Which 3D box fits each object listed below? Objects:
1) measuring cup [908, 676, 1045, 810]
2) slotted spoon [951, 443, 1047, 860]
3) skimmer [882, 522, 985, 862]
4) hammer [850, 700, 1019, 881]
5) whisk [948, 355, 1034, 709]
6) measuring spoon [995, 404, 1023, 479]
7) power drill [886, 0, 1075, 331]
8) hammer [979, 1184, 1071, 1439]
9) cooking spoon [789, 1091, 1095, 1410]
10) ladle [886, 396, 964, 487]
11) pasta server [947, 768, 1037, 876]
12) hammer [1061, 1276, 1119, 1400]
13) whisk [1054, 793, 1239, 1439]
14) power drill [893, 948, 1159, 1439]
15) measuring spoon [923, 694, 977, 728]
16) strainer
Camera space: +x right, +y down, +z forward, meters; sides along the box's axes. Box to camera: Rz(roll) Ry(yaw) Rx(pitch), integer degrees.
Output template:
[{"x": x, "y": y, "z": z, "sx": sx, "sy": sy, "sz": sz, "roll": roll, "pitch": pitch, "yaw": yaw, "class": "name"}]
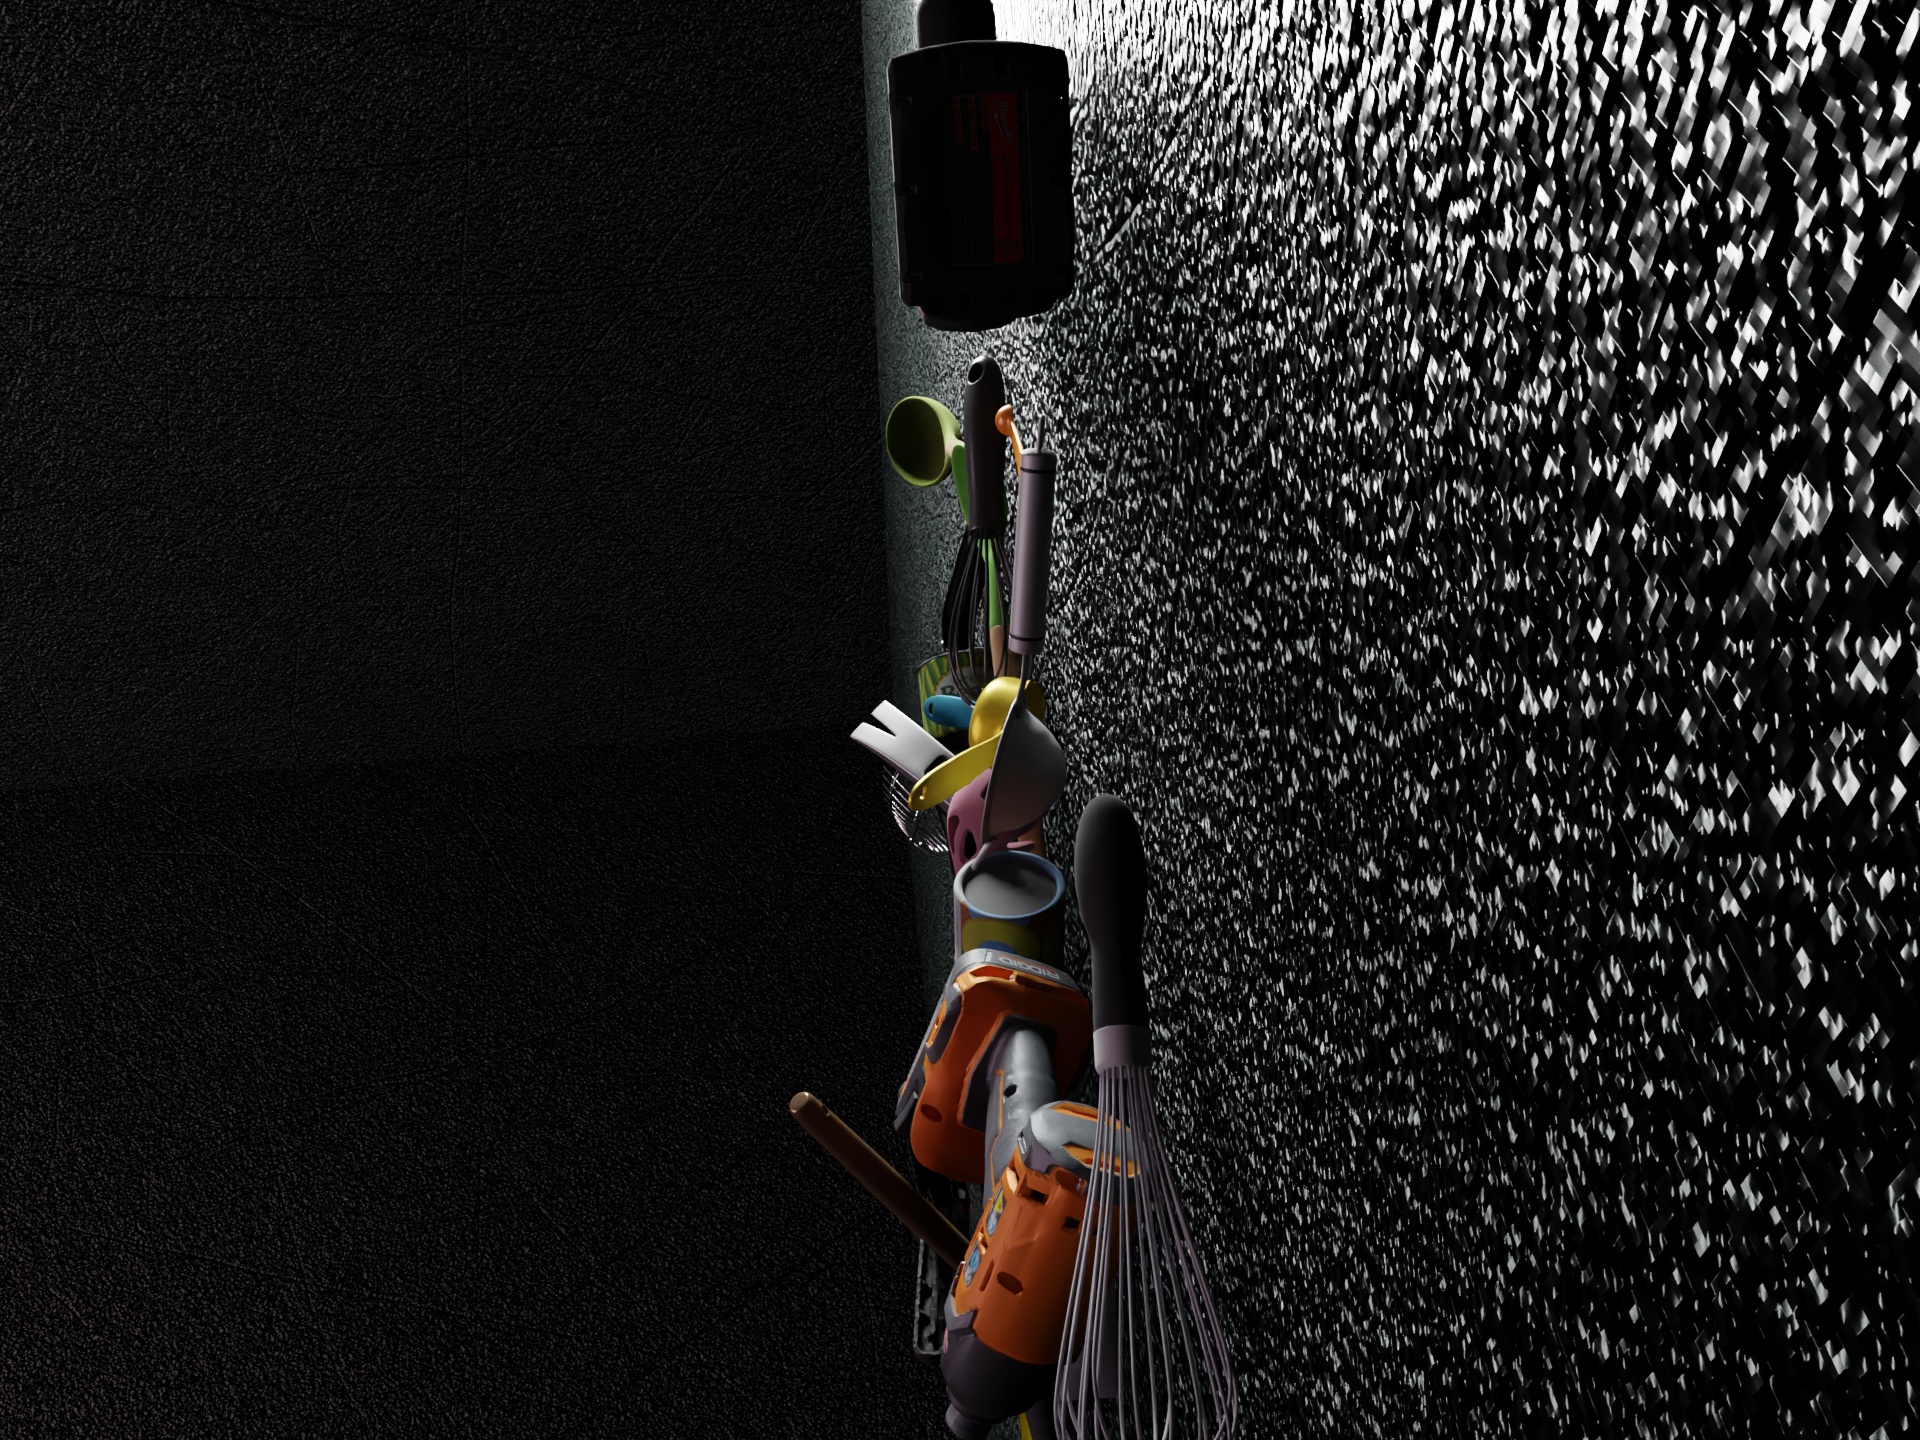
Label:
[{"x": 0.002, "y": 0.016, "z": 0.893, "sx": 0.156, "sy": 0.029, "sz": 0.062, "roll": -31, "pitch": -48, "yaw": -56, "class": "measuring cup"}, {"x": 0.030, "y": -0.035, "z": 1.033, "sx": 0.070, "sy": 0.031, "sz": 0.314, "roll": 121, "pitch": 143, "yaw": -71, "class": "slotted spoon"}, {"x": 0.005, "y": -0.021, "z": 1.259, "sx": 0.127, "sy": 0.090, "sz": 0.363, "roll": 42, "pitch": 139, "yaw": 28, "class": "skimmer"}, {"x": -0.001, "y": 0.090, "z": 1.189, "sx": 0.146, "sy": 0.035, "sz": 0.334, "roll": 41, "pitch": 168, "yaw": 16, "class": "hammer"}, {"x": 0.018, "y": -0.121, "z": 1.000, "sx": 0.055, "sy": 0.055, "sz": 0.239, "roll": 101, "pitch": 168, "yaw": -75, "class": "whisk"}, {"x": 0.032, "y": -0.155, "z": 0.960, "sx": 0.117, "sy": 0.011, "sz": 0.021, "roll": -99, "pitch": 6, "yaw": -48, "class": "measuring spoon"}, {"x": 0.005, "y": -0.288, "z": 0.796, "sx": 0.227, "sy": 0.080, "sz": 0.187, "roll": -98, "pitch": 5, "yaw": -74, "class": "power drill"}, {"x": 0.036, "y": 0.371, "z": 1.042, "sx": 0.128, "sy": 0.033, "sz": 0.331, "roll": 84, "pitch": 173, "yaw": -82, "class": "hammer"}, {"x": 0.000, "y": 0.299, "z": 0.890, "sx": 0.318, "sy": 0.017, "sz": 0.069, "roll": 52, "pitch": -165, "yaw": -32, "class": "cooking spoon"}, {"x": -0.014, "y": -0.210, "z": 1.249, "sx": 0.320, "sy": 0.062, "sz": 0.078, "roll": -119, "pitch": 22, "yaw": -74, "class": "ladle"}, {"x": 0.012, "y": 0.145, "z": 1.058, "sx": 0.060, "sy": 0.040, "sz": 0.316, "roll": 46, "pitch": 152, "yaw": 32, "class": "pasta server"}, {"x": 0.054, "y": 0.278, "z": 0.997, "sx": 0.337, "sy": 0.034, "sz": 0.127, "roll": -117, "pitch": 24, "yaw": -79, "class": "hammer"}, {"x": 0.065, "y": 0.159, "z": 0.611, "sx": 0.070, "sy": 0.070, "sz": 0.285, "roll": 93, "pitch": 176, "yaw": -62, "class": "whisk"}, {"x": 0.022, "y": 0.227, "z": 0.785, "sx": 0.227, "sy": 0.084, "sz": 0.164, "roll": -110, "pitch": 40, "yaw": -71, "class": "power drill"}, {"x": -0.002, "y": -0.003, "z": 1.042, "sx": 0.129, "sy": 0.021, "sz": 0.042, "roll": 9, "pitch": 100, "yaw": 62, "class": "measuring spoon"}, {"x": 0.037, "y": -0.034, "z": 0.853, "sx": 0.087, "sy": 0.050, "sz": 0.258, "roll": -54, "pitch": -31, "yaw": -66, "class": "strainer"}]
